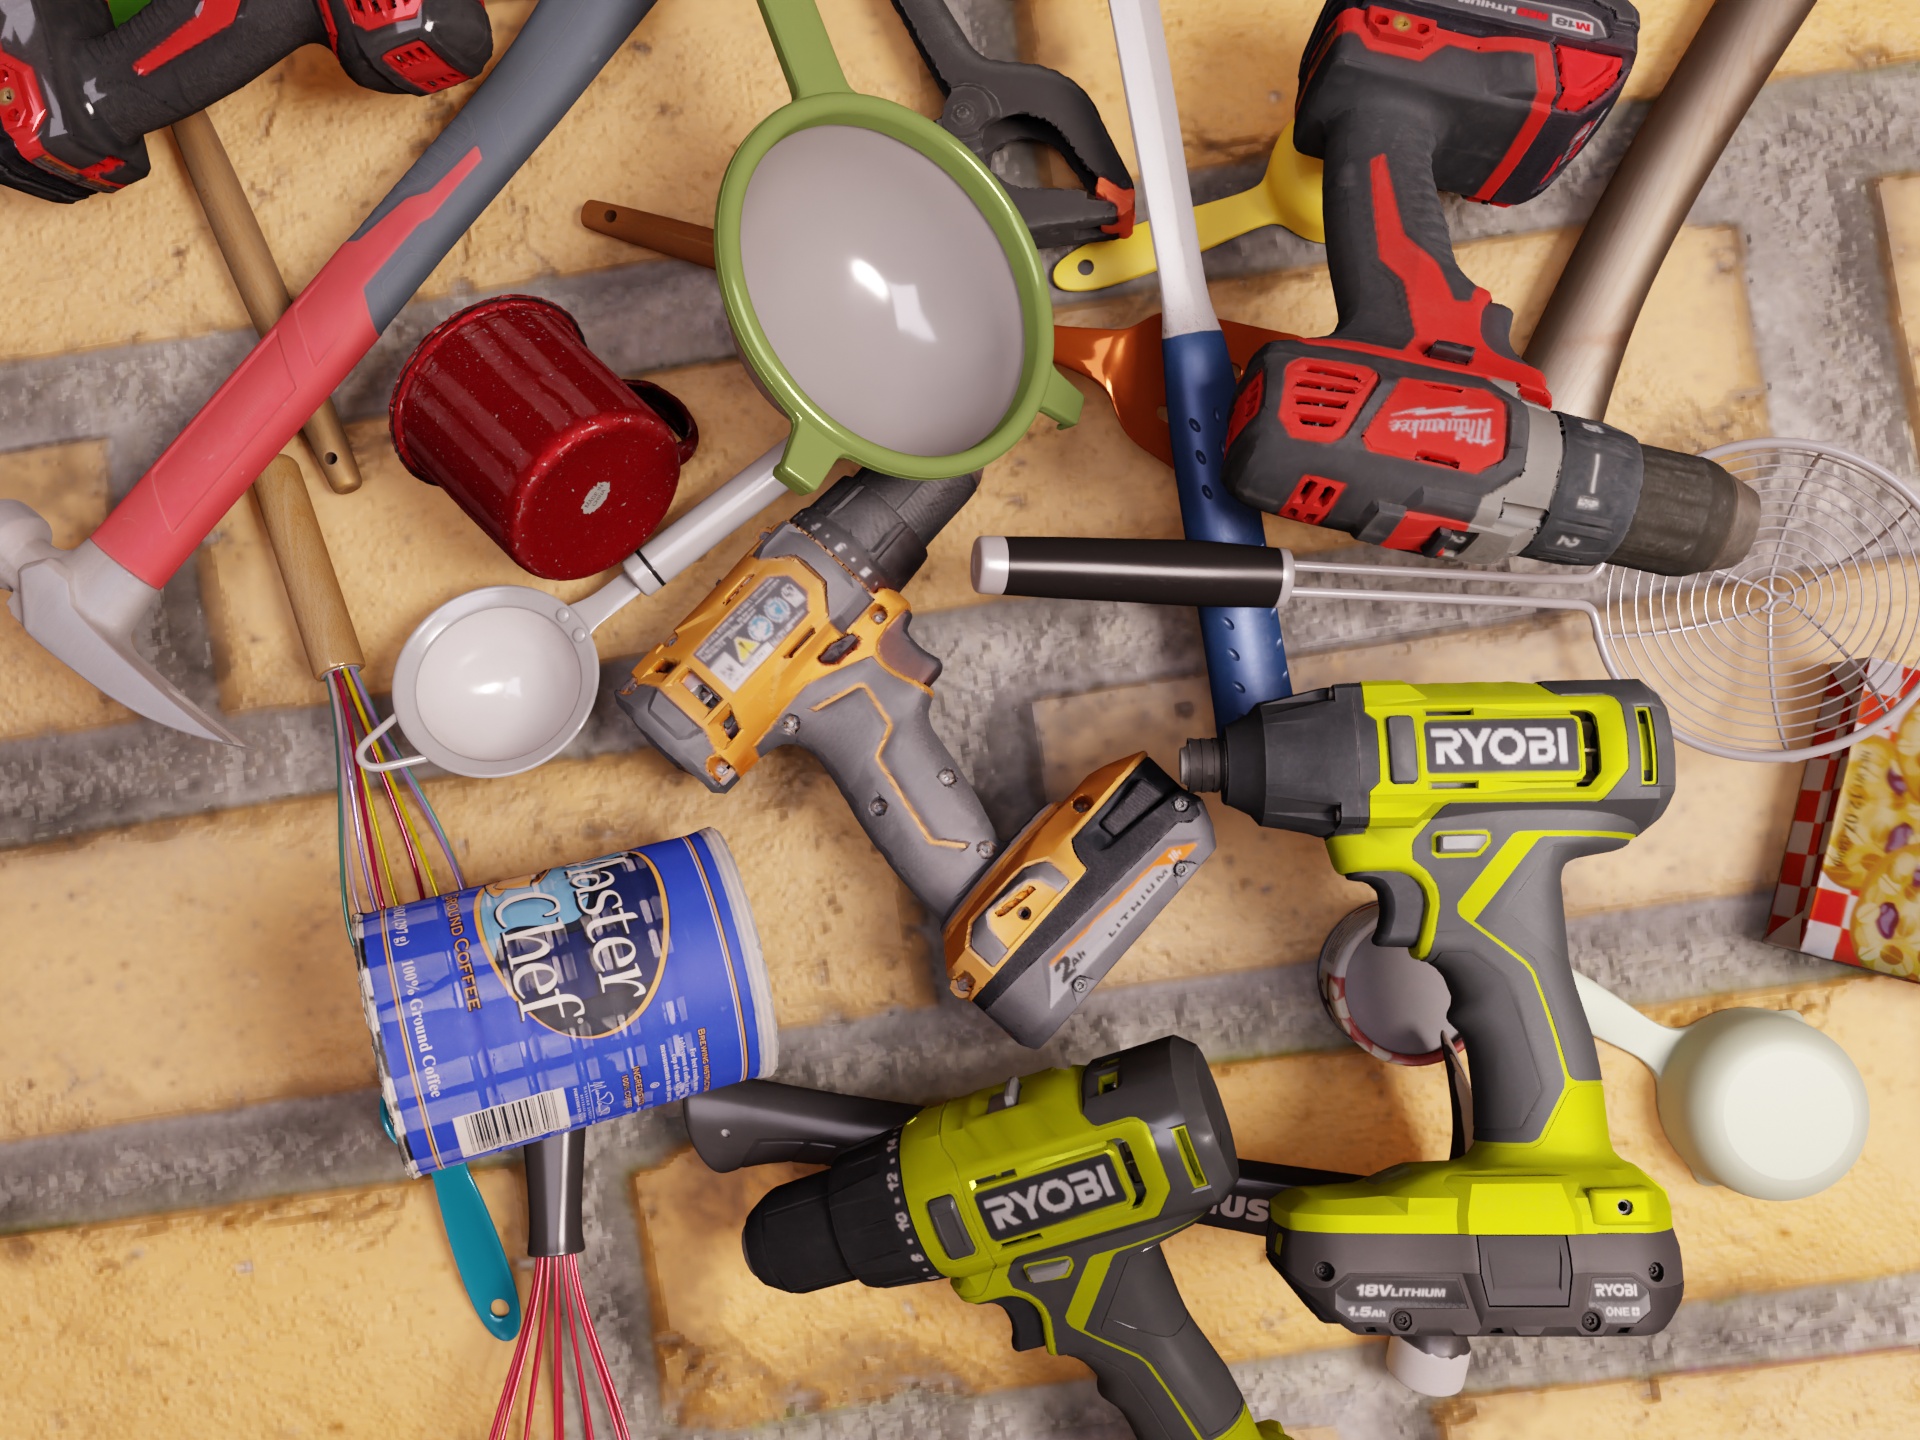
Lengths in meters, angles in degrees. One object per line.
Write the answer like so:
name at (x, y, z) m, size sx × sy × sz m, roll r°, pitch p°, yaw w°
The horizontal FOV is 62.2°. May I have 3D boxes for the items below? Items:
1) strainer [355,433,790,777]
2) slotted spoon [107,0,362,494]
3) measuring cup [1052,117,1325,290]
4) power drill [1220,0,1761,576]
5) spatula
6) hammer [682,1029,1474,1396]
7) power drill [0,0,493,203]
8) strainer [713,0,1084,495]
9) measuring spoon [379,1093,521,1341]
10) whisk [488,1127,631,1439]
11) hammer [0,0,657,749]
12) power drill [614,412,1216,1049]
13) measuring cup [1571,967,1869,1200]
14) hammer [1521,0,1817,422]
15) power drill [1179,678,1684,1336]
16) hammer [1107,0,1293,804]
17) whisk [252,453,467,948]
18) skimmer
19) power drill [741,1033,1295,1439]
strainer at (-0.140, -0.056, 0.677) m, size 0.258 × 0.050 × 0.087 m, roll -38°, pitch 74°, yaw -5°
slotted spoon at (-0.332, -0.243, 0.699) m, size 0.070 × 0.031 × 0.314 m, roll -24°, pitch 89°, yaw 2°
measuring cup at (0.113, -0.218, 0.676) m, size 0.156 × 0.029 × 0.062 m, roll -20°, pitch 87°, yaw 2°
power drill at (0.200, -0.160, 0.587) m, size 0.188 × 0.080 × 0.227 m, roll 12°, pitch 70°, yaw -3°
spatula at (-0.011, -0.173, 0.685) m, size 0.322 × 0.041 × 0.081 m, roll 18°, pitch 90°, yaw 7°
hammer at (0.050, 0.179, 0.650) m, size 0.335 × 0.035 × 0.146 m, roll 8°, pitch 106°, yaw 6°
power drill at (-0.306, -0.304, 0.639) m, size 0.219 × 0.078 × 0.143 m, roll -15°, pitch 92°, yaw 8°
strainer at (-0.059, -0.208, 0.618) m, size 0.151 × 0.069 × 0.256 m, roll -22°, pitch 92°, yaw -37°
measuring spoon at (-0.212, 0.204, 0.684) m, size 0.042 × 0.021 × 0.128 m, roll -16°, pitch 96°, yaw 2°
whisk at (-0.168, 0.240, 0.660) m, size 0.073 × 0.073 × 0.296 m, roll -3°, pitch 81°, yaw 2°
hammer at (-0.239, -0.172, 0.667) m, size 0.143 × 0.038 × 0.386 m, roll 38°, pitch 84°, yaw 4°
power drill at (-0.001, -0.002, 0.650) m, size 0.226 × 0.084 × 0.185 m, roll 41°, pitch 83°, yaw 8°
measuring cup at (0.290, 0.135, 0.649) m, size 0.167 × 0.038 × 0.083 m, roll 30°, pitch 89°, yaw 1°
hammer at (0.303, -0.263, 0.667) m, size 0.146 × 0.038 × 0.410 m, roll 29°, pitch 90°, yaw 5°
power drill at (0.168, 0.096, 0.570) m, size 0.171 × 0.080 × 0.223 m, roll -1°, pitch 78°, yaw 4°
hammer at (0.085, -0.165, 0.639) m, size 0.144 × 0.035 × 0.405 m, roll -13°, pitch 97°, yaw -21°
whisk at (-0.261, 0.001, 0.681) m, size 0.051 × 0.047 × 0.245 m, roll -20°, pitch 83°, yaw -10°
skimmer at (0.189, -0.050, 0.601) m, size 0.363 × 0.090 × 0.127 m, roll 1°, pitch 99°, yaw -12°
power drill at (0.036, 0.249, 0.613) m, size 0.190 × 0.080 × 0.228 m, roll -20°, pitch 98°, yaw 12°
